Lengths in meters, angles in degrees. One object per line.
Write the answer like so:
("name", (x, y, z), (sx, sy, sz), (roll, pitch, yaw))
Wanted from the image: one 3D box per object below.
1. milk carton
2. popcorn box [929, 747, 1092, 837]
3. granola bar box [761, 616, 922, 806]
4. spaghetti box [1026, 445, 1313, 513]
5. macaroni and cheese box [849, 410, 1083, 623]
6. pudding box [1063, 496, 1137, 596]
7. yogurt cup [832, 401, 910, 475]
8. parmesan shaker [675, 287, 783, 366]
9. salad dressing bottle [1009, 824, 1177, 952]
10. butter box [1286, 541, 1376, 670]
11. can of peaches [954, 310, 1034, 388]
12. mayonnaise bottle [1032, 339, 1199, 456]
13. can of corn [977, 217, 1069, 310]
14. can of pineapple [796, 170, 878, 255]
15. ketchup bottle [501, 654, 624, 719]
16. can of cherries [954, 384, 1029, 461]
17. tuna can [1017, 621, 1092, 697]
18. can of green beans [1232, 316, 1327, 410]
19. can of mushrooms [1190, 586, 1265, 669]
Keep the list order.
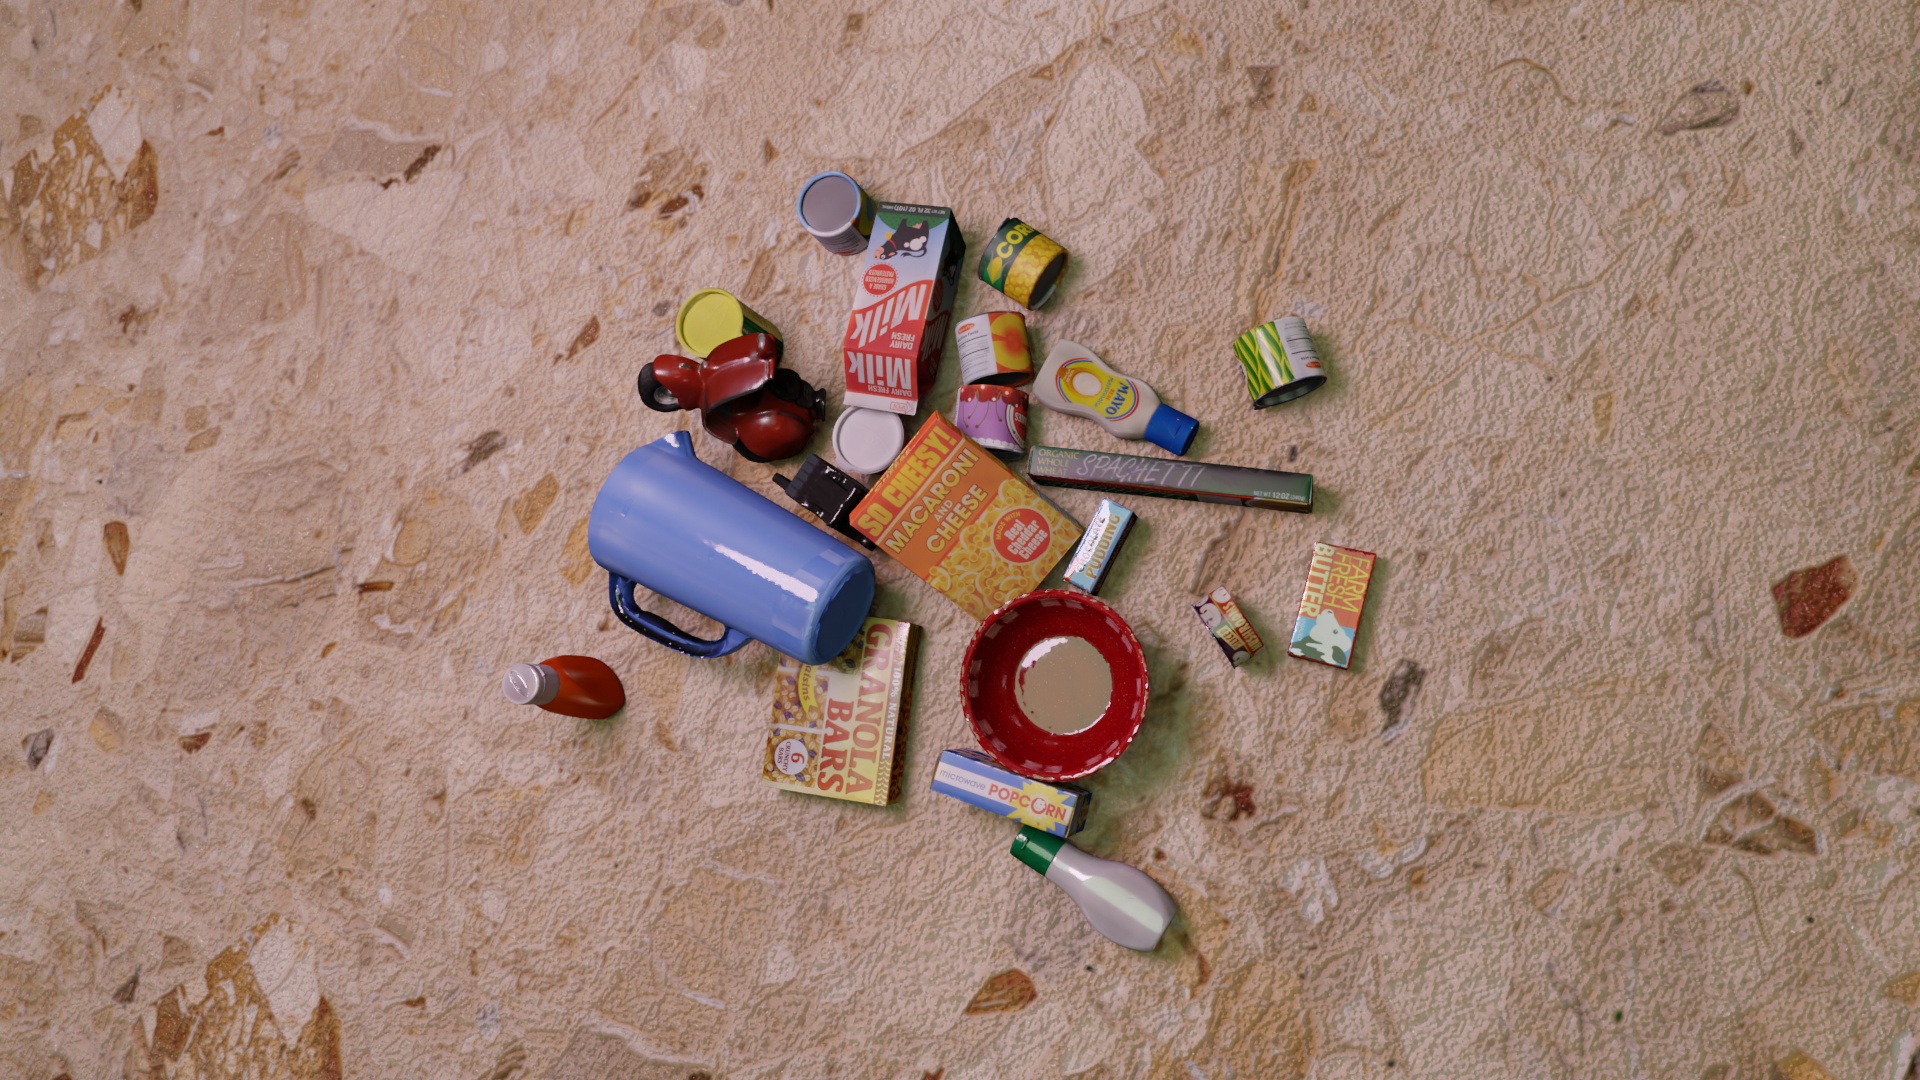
("milk carton", (-0.054, -0.208, 1.277), (0.072, 0.073, 0.191), (9, 75, 14))
("popcorn box", (0.045, 0.217, 1.204), (0.127, 0.085, 0.038), (17, 87, 16))
("granola bar box", (-0.109, 0.151, 1.275), (0.124, 0.039, 0.165), (6, 84, 16))
("spaghetti box", (0.184, -0.054, 1.225), (0.250, 0.050, 0.029), (7, 83, 15))
("macaroni and cheese box", (0.004, -0.015, 1.225), (0.166, 0.040, 0.123), (37, 100, -14))
("pudding box", (0.124, 0.006, 1.231), (0.030, 0.049, 0.083), (27, 90, 14))
("yogurt cup", (-0.079, -0.092, 1.292), (0.072, 0.054, 0.072), (-2, 82, 14))
("parmesan shaker", (-0.215, -0.191, 1.314), (0.071, 0.103, 0.071), (-2, 82, 14))
("salad dressing bottle", (0.113, 0.295, 1.199), (0.148, 0.044, 0.064), (31, 93, 17))
("butter box", (0.318, 0.055, 1.190), (0.053, 0.024, 0.103), (14, 86, 16))
("can of peaches", (0.033, -0.172, 1.271), (0.071, 0.071, 0.058), (-11, 80, 12))
("mayonnaise bottle", (0.142, -0.124, 1.249), (0.148, 0.041, 0.065), (29, 88, 16))
("can of corn", (0.058, -0.254, 1.272), (0.058, 0.071, 0.071), (35, 92, 15))
("can of pineapple", (-0.117, -0.315, 1.330), (0.071, 0.058, 0.071), (-2, 82, 14))
("ketchup bottle", (-0.368, 0.134, 1.284), (0.043, 0.148, 0.065), (-41, 76, 5))
("can of cherries", (0.030, -0.107, 1.261), (0.071, 0.071, 0.058), (4, 83, 15))
("tuna can", (0.086, 0.105, 1.236), (0.071, 0.033, 0.071), (-2, 82, 14))
("can of green beans", (0.277, -0.155, 1.207), (0.071, 0.071, 0.058), (-20, 78, 11))
("can of mushrooms", (0.229, 0.074, 1.185), (0.033, 0.071, 0.071), (-34, 76, 6))
